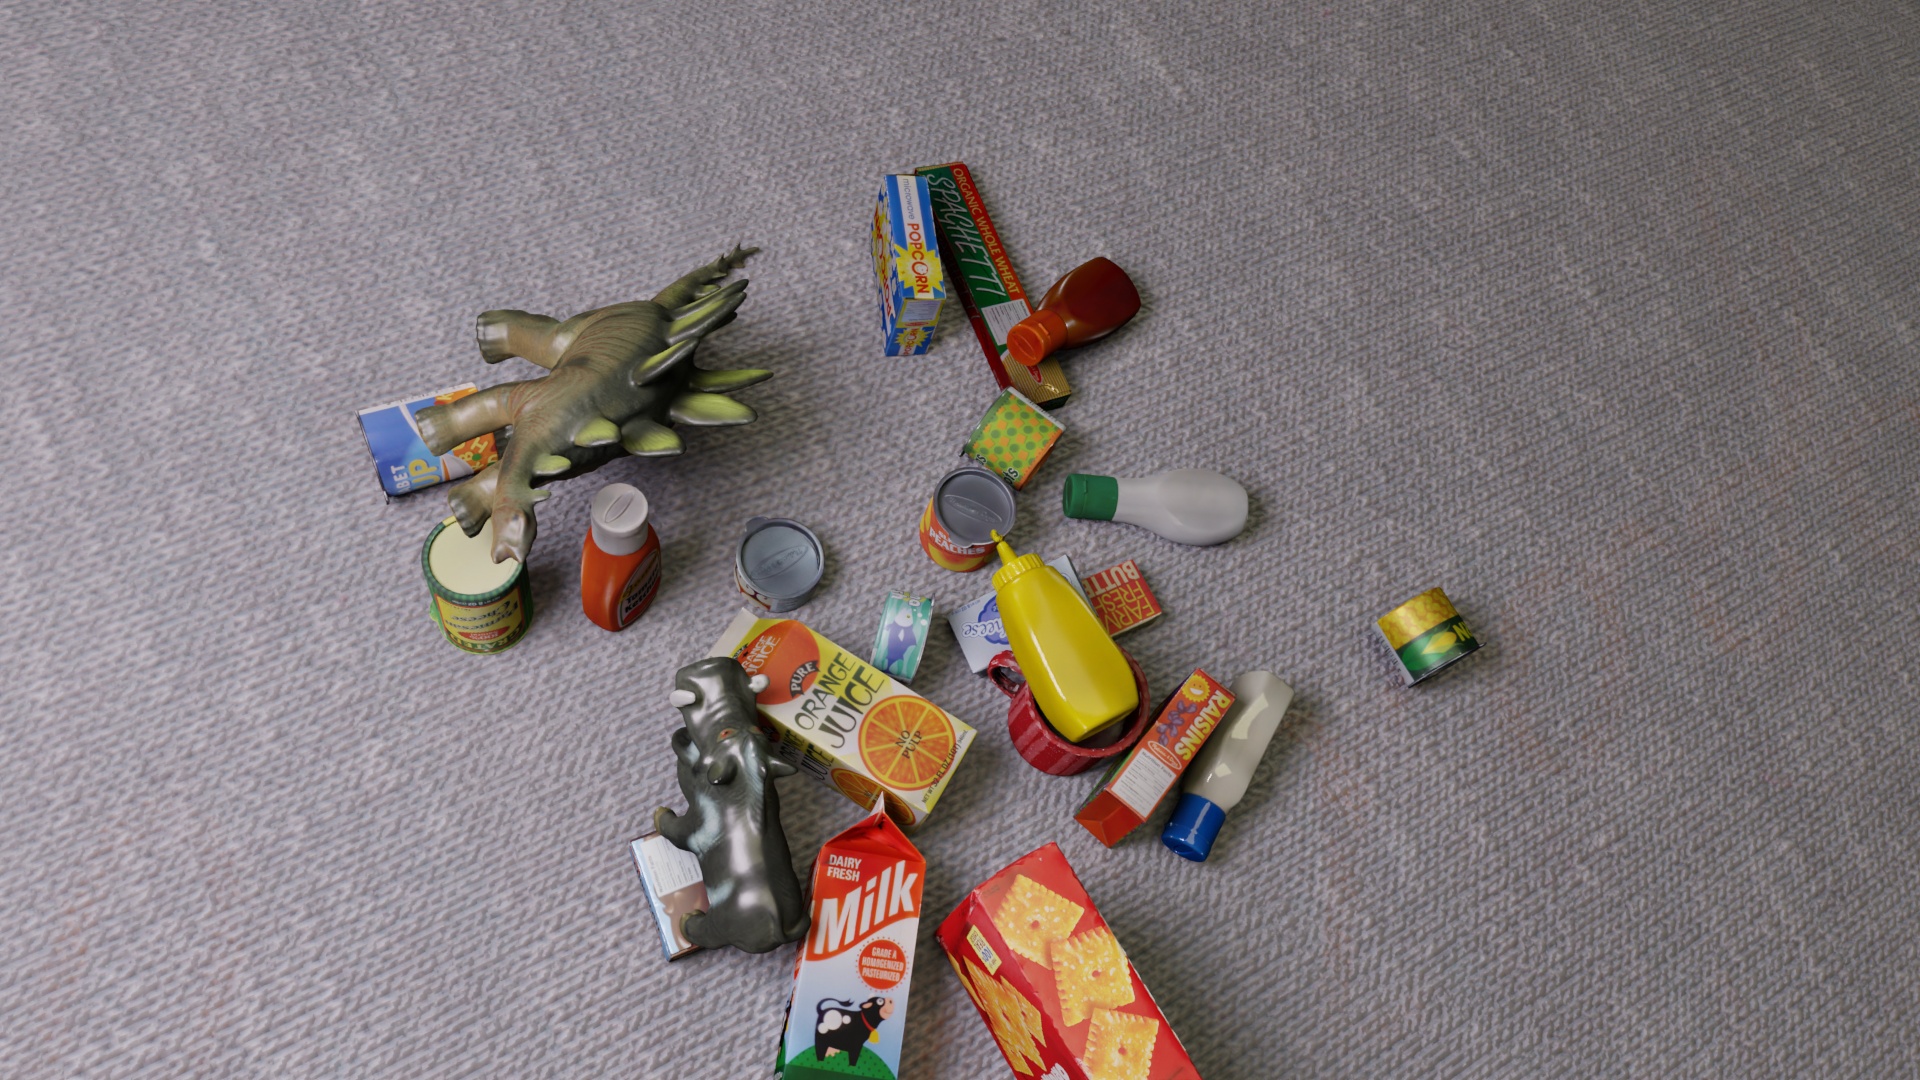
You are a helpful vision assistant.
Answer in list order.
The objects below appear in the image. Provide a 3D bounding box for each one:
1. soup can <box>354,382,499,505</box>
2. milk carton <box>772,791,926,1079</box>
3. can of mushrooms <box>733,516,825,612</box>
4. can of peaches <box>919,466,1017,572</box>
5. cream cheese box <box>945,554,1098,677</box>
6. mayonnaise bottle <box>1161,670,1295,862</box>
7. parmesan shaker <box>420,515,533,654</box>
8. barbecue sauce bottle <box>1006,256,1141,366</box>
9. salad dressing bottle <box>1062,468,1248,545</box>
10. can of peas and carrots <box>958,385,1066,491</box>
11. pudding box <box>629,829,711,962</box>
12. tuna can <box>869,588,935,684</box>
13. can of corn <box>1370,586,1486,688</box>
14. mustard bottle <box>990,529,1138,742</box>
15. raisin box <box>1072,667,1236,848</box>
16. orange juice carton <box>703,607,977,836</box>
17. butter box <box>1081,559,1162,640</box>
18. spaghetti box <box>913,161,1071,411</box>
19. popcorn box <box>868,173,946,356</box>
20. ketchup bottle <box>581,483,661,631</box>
[{"bbox_3d":[-0.385,-0.071,1.009,0.084,0.071,0.071,-18,71,-21],"label":"soup can"},{"bbox_3d":[-0.070,0.267,0.921,0.073,0.072,0.191,12,63,-8],"label":"milk carton"},{"bbox_3d":[-0.138,0.017,1.046,0.071,0.033,0.071,5,65,-11],"label":"can of mushrooms"},{"bbox_3d":[0.004,-0.014,1.081,0.071,0.057,0.071,6,65,-12],"label":"can of peaches"},{"bbox_3d":[0.047,0.057,1.053,0.104,0.024,0.053,-27,74,6],"label":"cream cheese box"},{"bbox_3d":[0.198,0.169,1.042,0.041,0.064,0.149,35,66,-5],"label":"mayonnaise bottle"},{"bbox_3d":[-0.333,0.030,0.952,0.071,0.102,0.071,5,65,-11],"label":"parmesan shaker"},{"bbox_3d":[0.093,-0.190,1.171,0.065,0.043,0.149,51,45,1],"label":"barbecue sauce bottle"},{"bbox_3d":[0.159,-0.031,1.136,0.148,0.043,0.064,5,66,-10],"label":"salad dressing bottle"},{"bbox_3d":[0.042,-0.080,1.119,0.059,0.070,0.071,36,62,4],"label":"can of peas and carrots"},{"bbox_3d":[-0.186,0.234,0.932,0.050,0.030,0.084,-18,70,-22],"label":"pudding box"},{"bbox_3d":[-0.043,0.068,1.024,0.033,0.070,0.071,15,63,-6],"label":"tuna can"},{"bbox_3d":[0.378,0.077,1.124,0.071,0.071,0.058,-22,72,-22],"label":"can of corn"},{"bbox_3d":[0.063,0.060,0.972,0.065,0.048,0.160,-21,71,-22],"label":"mustard bottle"},{"bbox_3d":[0.142,0.159,1.017,0.040,0.085,0.124,39,62,8],"label":"raisin box"},{"bbox_3d":[-0.093,0.123,0.984,0.193,0.072,0.072,31,62,3],"label":"orange juice carton"},{"bbox_3d":[0.102,0.057,1.090,0.104,0.024,0.053,-22,73,-22],"label":"butter box"},{"bbox_3d":[0.024,-0.220,1.201,0.050,0.028,0.250,-15,70,-21],"label":"spaghetti box"},{"bbox_3d":[-0.046,-0.229,1.157,0.038,0.085,0.127,-2,65,-15],"label":"popcorn box"},{"bbox_3d":[-0.235,0.009,0.961,0.043,0.148,0.065,33,62,4],"label":"ketchup bottle"}]
